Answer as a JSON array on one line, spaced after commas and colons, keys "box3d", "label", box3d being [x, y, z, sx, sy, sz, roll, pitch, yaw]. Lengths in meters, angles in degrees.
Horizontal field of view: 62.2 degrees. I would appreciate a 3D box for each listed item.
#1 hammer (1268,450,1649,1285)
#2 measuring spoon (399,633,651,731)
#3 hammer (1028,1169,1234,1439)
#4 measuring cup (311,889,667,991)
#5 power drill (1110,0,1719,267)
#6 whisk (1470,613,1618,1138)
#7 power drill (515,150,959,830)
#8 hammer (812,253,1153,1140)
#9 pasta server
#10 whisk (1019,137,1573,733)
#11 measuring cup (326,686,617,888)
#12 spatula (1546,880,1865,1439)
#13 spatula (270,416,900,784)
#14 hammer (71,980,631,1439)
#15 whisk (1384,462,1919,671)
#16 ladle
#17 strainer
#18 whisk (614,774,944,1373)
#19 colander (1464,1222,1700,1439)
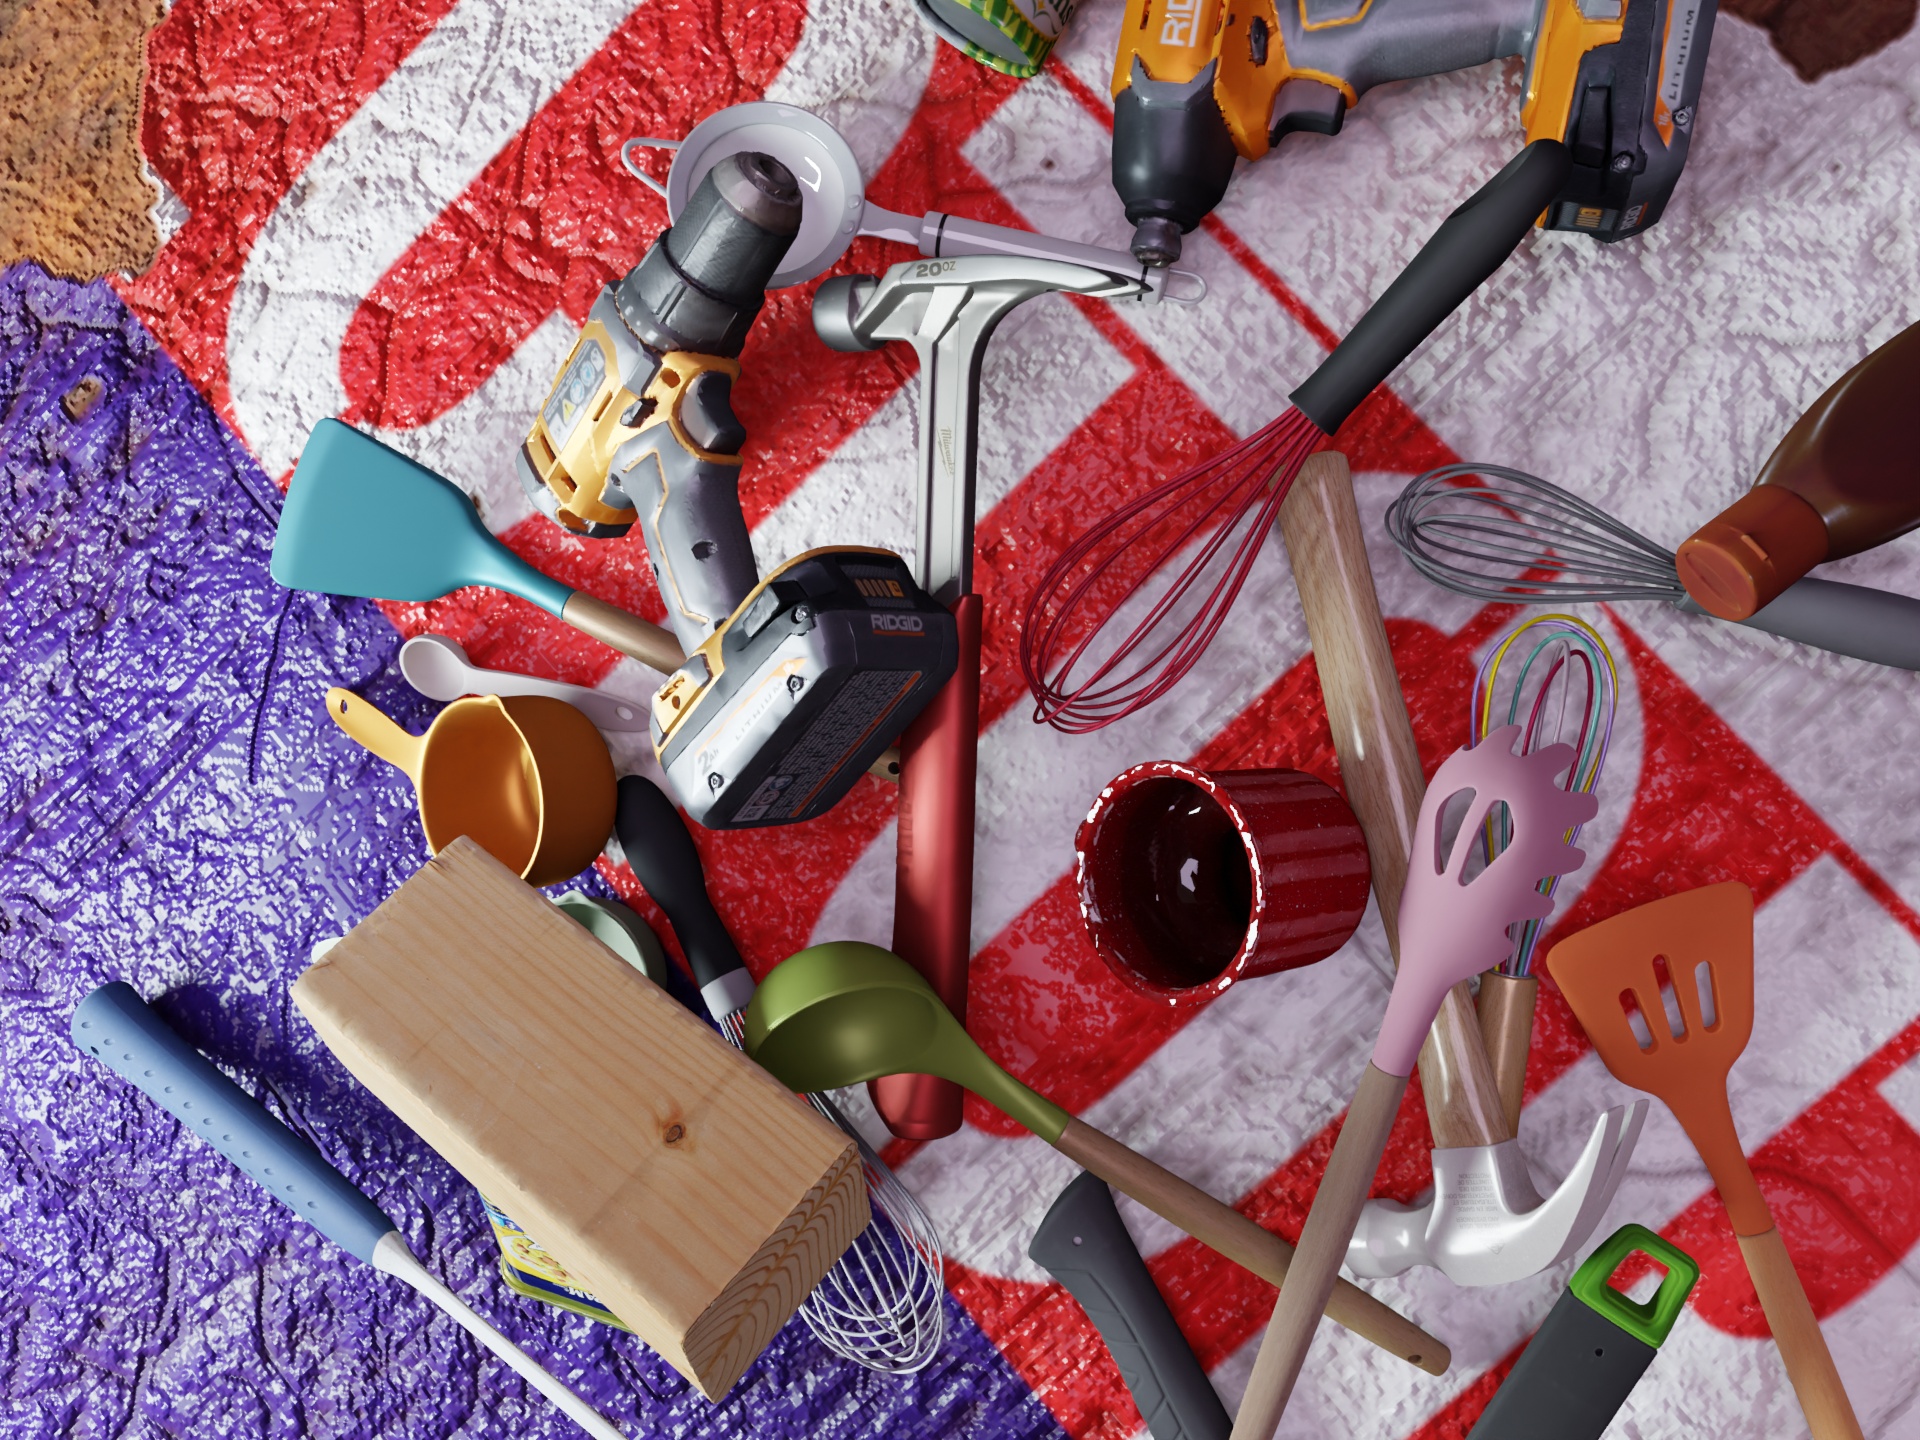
[{"box3d": [0.177, 0.052, 0.630, 0.130, 0.031, 0.331, -21, 76, 46], "label": "hammer"}, {"box3d": [-0.199, -0.017, 0.737, 0.124, 0.018, 0.034, 14, 127, 6], "label": "measuring spoon"}, {"box3d": [0.127, 0.338, 0.649, 0.146, 0.035, 0.335, -30, 82, 10], "label": "hammer"}, {"box3d": [-0.212, 0.113, 0.724, 0.167, 0.038, 0.083, 4, 89, 13], "label": "measuring cup"}, {"box3d": [0.172, -0.255, 0.639, 0.226, 0.084, 0.164, 12, 91, 16], "label": "power drill"}, {"box3d": [0.226, 0.080, 0.633, 0.047, 0.051, 0.245, 3, 95, -33], "label": "whisk"}, {"box3d": [-0.087, -0.094, 0.634, 0.185, 0.084, 0.226, -47, 61, 33], "label": "power drill"}, {"box3d": [-0.001, -0.002, 0.645, 0.149, 0.036, 0.359, 9, 102, 38], "label": "hammer"}, {"box3d": [0.156, 0.153, 0.596, 0.060, 0.040, 0.316, 26, 107, 37], "label": "pasta server"}, {"box3d": [0.123, -0.105, 0.622, 0.073, 0.073, 0.295, 46, 110, 9], "label": "whisk"}, {"box3d": [-0.224, 0.017, 0.727, 0.174, 0.052, 0.095, 25, 109, 35], "label": "measuring cup"}, {"box3d": [0.318, 0.222, 0.612, 0.081, 0.041, 0.323, -21, 85, 6], "label": "spatula"}, {"box3d": [-0.158, -0.038, 0.714, 0.317, 0.044, 0.082, 25, 102, 10], "label": "spatula"}, {"box3d": [-0.246, 0.244, 0.703, 0.406, 0.035, 0.144, 31, 139, 18], "label": "hammer"}, {"box3d": [0.287, -0.056, 0.628, 0.239, 0.055, 0.055, 15, 91, 7], "label": "whisk"}, {"box3d": [0.059, 0.184, 0.626, 0.320, 0.062, 0.078, 32, 126, -4], "label": "ladle"}, {"box3d": [-0.020, -0.212, 0.695, 0.258, 0.050, 0.087, 14, 83, 6], "label": "strainer"}, {"box3d": [-0.086, 0.148, 0.690, 0.070, 0.070, 0.285, -31, 77, 9], "label": "whisk"}, {"box3d": [0.153, 0.362, 0.576, 0.204, 0.094, 0.397, 32, 96, 12], "label": "colander"}]
